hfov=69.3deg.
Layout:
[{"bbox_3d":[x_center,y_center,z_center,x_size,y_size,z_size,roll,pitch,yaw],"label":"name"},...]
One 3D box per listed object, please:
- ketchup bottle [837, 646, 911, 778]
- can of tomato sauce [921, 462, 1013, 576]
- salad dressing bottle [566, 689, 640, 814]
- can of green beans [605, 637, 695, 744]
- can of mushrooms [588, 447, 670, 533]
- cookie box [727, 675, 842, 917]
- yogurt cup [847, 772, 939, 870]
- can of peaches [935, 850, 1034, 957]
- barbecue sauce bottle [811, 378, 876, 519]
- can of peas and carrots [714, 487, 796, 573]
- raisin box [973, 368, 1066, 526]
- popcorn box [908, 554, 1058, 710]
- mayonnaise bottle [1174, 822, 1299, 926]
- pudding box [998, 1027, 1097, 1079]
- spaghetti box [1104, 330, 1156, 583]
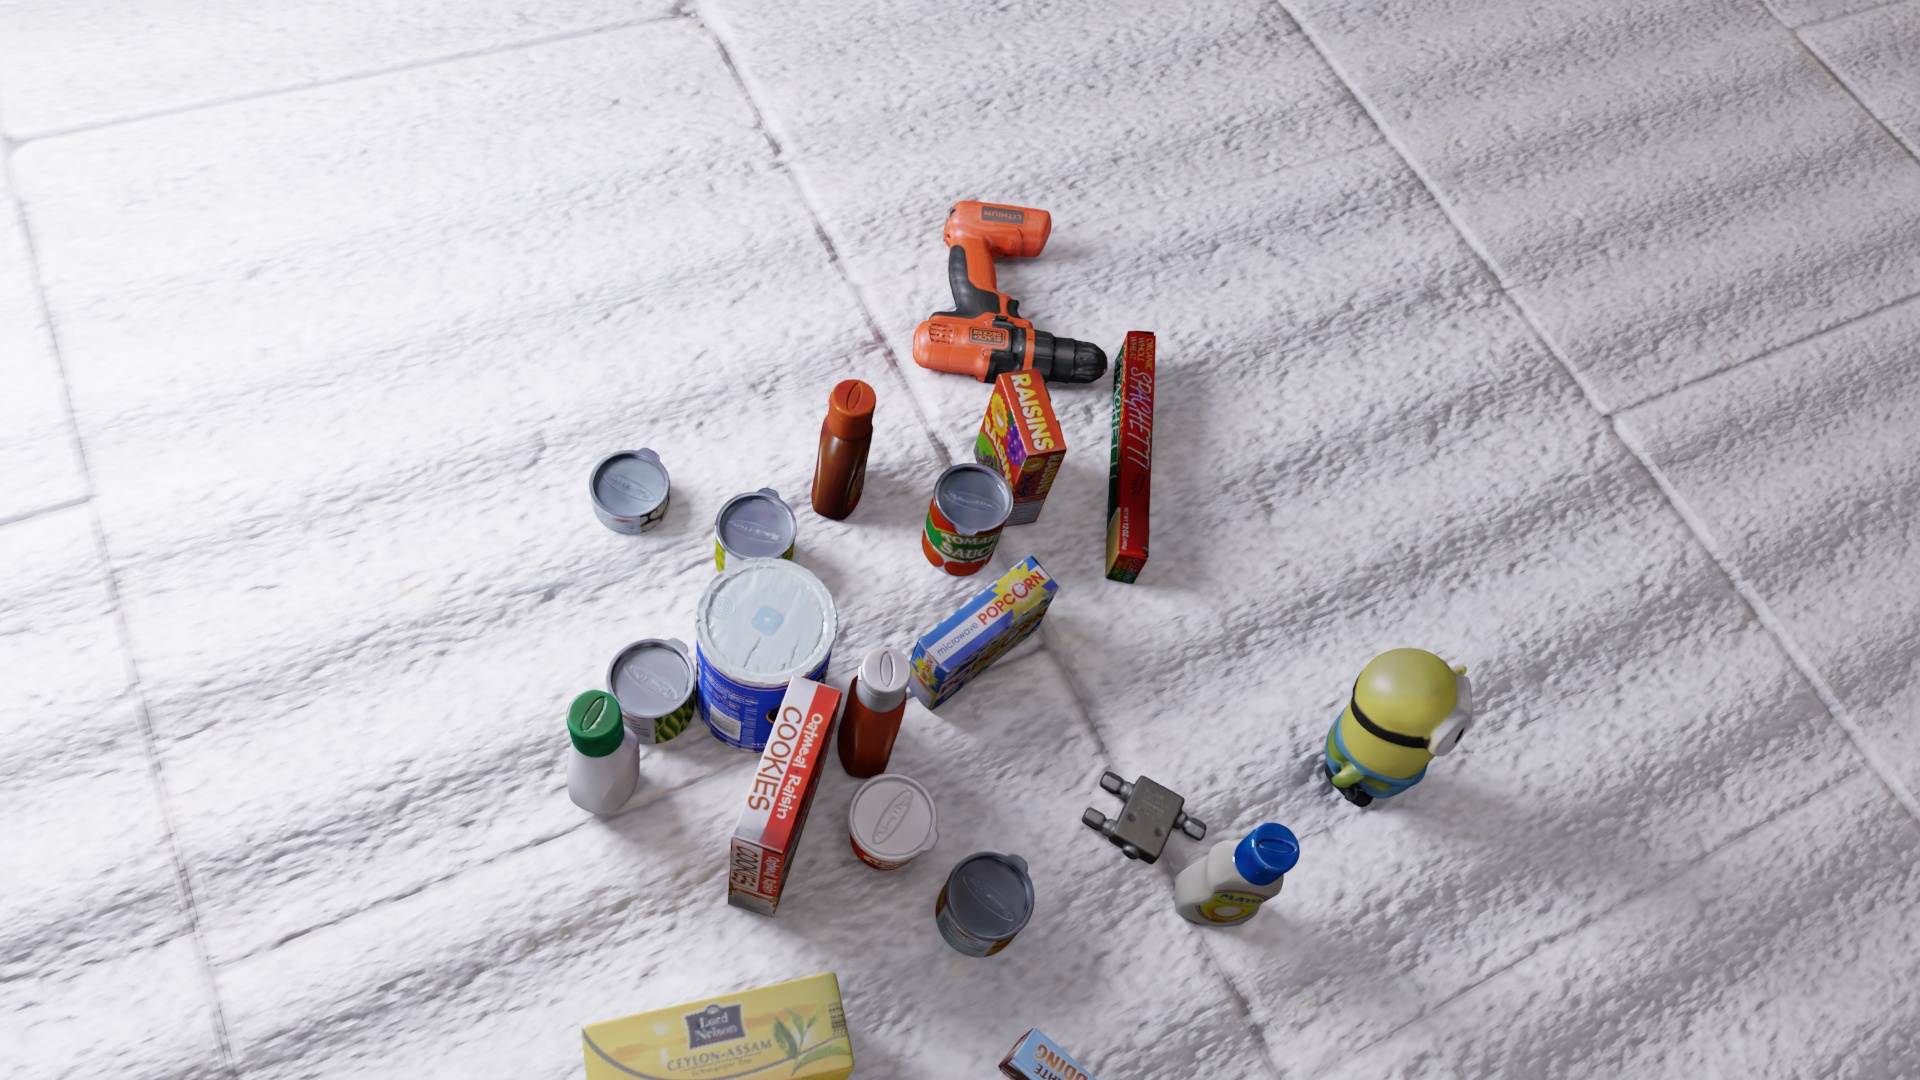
[{"bbox_3d":[-0.065,0.127,1.049,0.043,0.148,0.065,2,61,-10],"label":"ketchup bottle"},{"bbox_3d":[0.004,-0.015,1.181,0.071,0.082,0.071,5,60,-8],"label":"can of tomato sauce"},{"bbox_3d":[-0.258,0.151,0.998,0.044,0.147,0.064,25,59,4],"label":"salad dressing bottle"},{"bbox_3d":[-0.238,0.117,1.073,0.071,0.057,0.071,5,60,-8],"label":"can of green beans"},{"bbox_3d":[-0.277,-0.042,1.171,0.071,0.033,0.071,5,60,-8],"label":"can of mushrooms"},{"bbox_3d":[-0.126,0.186,0.992,0.040,0.166,0.123,18,59,-1],"label":"cookie box"},{"bbox_3d":[-0.054,0.217,1.055,0.072,0.053,0.073,5,60,-8],"label":"yogurt cup"},{"bbox_3d":[0.019,0.270,1.036,0.071,0.057,0.071,5,60,-8],"label":"can of peaches"},{"bbox_3d":[-0.097,-0.078,1.159,0.044,0.147,0.065,16,59,-1],"label":"barbecue sauce bottle"},{"bbox_3d":[-0.170,0.000,1.153,0.071,0.058,0.071,5,60,-8],"label":"can of peas and carrots"},{"bbox_3d":[0.050,-0.078,1.203,0.040,0.122,0.086,-9,63,-15],"label":"raisin box"},{"bbox_3d":[0.016,0.076,1.130,0.127,0.084,0.038,-36,73,-26],"label":"popcorn box"},{"bbox_3d":[0.208,0.249,1.032,0.065,0.147,0.041,10,60,-5],"label":"mayonnaise bottle"},{"bbox_3d":[0.071,0.387,0.984,0.084,0.049,0.030,38,61,11],"label":"pudding box"},{"bbox_3d":[0.156,-0.081,1.267,0.029,0.050,0.251,10,59,-6],"label":"spaghetti box"}]
